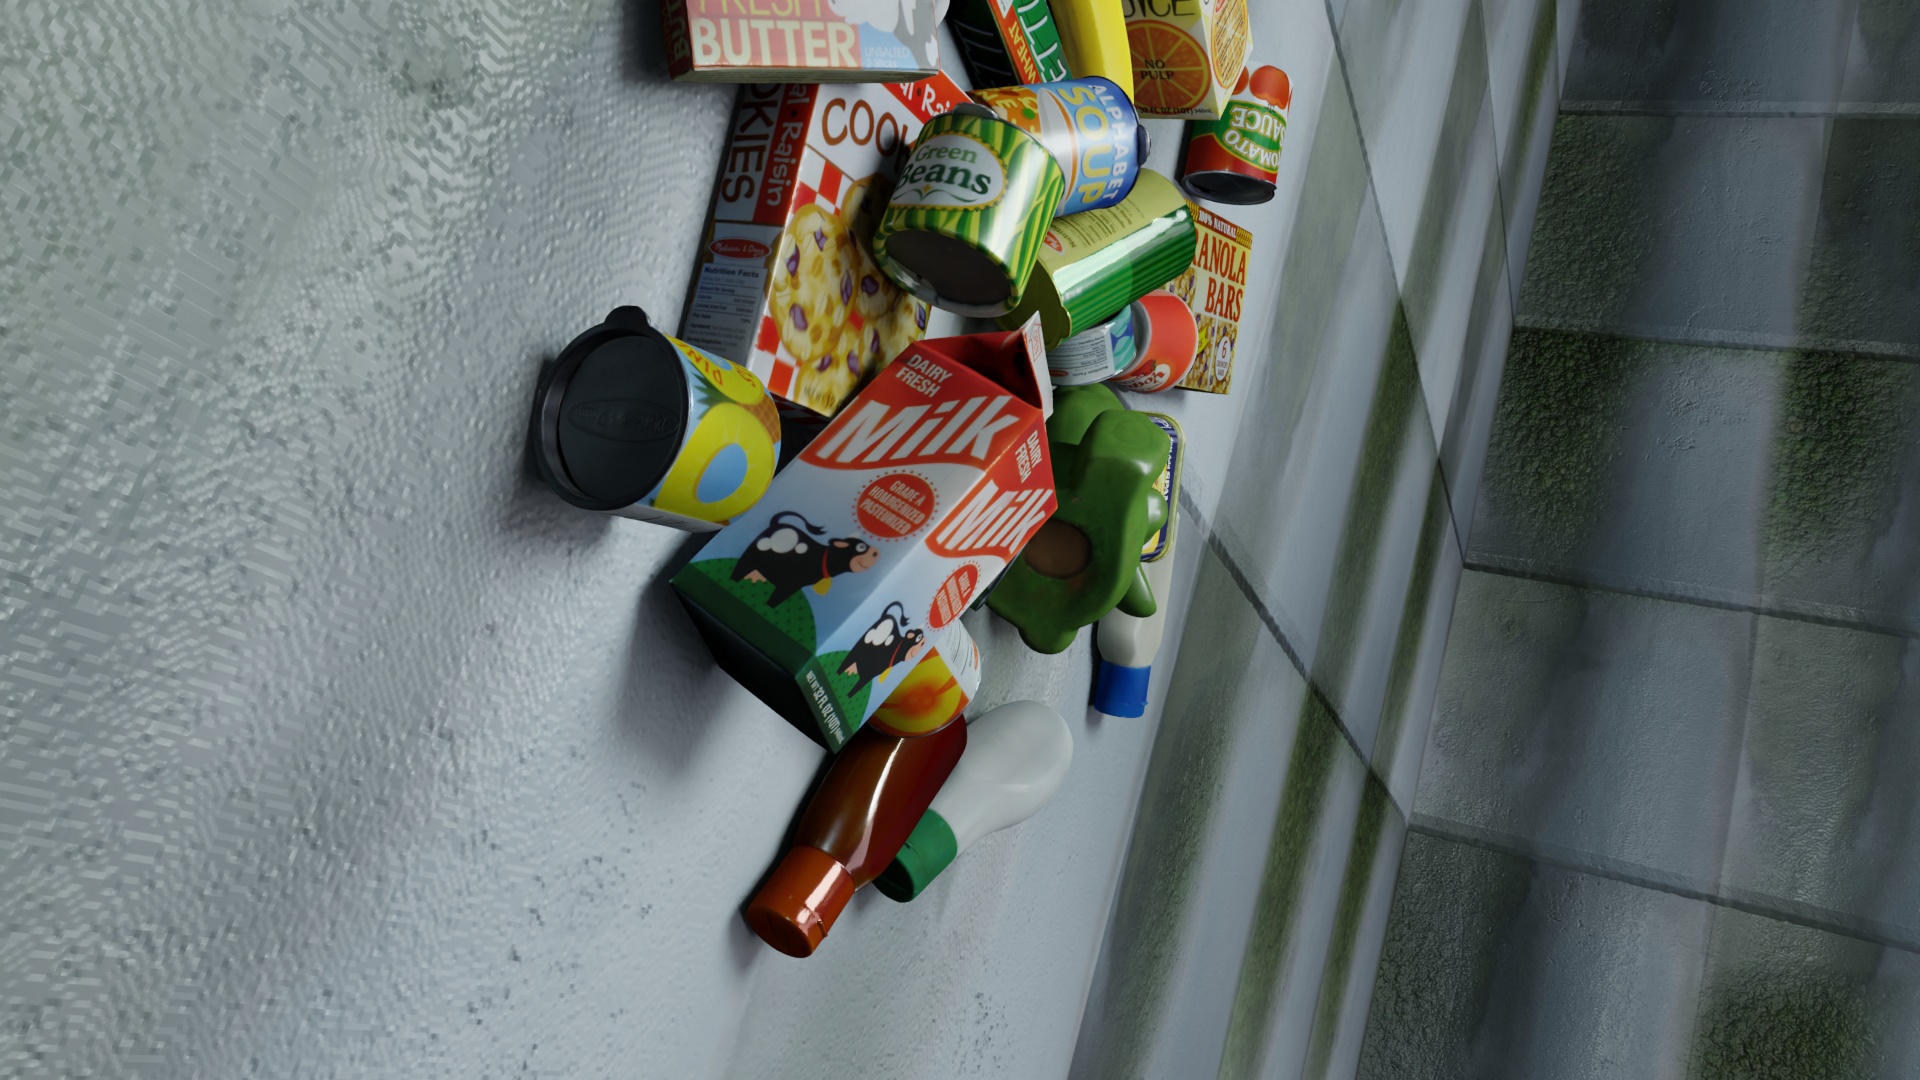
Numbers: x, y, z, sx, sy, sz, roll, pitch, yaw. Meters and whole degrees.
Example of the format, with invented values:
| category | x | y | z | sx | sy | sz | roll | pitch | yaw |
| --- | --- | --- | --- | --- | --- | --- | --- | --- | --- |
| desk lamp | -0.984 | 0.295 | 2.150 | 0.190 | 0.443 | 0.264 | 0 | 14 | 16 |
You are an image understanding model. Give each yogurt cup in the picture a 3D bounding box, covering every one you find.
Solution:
| category | x | y | z | sx | sy | sz | roll | pitch | yaw |
| --- | --- | --- | --- | --- | --- | --- | --- | --- | --- |
| yogurt cup | 0.109 | -0.127 | 0.877 | 0.054 | 0.072 | 0.072 | -2 | 100 | -54 |

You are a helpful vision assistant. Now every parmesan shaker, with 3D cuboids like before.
| category | x | y | z | sx | sy | sz | roll | pitch | yaw |
| --- | --- | --- | --- | --- | --- | --- | --- | --- | --- |
| parmesan shaker | 0.071 | -0.150 | 0.750 | 0.103 | 0.071 | 0.071 | -32 | 130 | -27 |

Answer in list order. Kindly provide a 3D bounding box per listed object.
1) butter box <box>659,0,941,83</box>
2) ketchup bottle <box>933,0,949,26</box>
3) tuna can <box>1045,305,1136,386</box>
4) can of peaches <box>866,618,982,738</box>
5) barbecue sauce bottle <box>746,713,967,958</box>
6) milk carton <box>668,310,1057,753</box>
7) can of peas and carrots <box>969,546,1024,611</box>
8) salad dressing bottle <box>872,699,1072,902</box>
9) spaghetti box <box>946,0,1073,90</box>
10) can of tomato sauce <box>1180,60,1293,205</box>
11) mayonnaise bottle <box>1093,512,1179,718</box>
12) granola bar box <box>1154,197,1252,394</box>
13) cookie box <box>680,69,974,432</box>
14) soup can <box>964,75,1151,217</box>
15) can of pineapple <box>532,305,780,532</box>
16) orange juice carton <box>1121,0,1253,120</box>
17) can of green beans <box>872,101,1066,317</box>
| category | x | y | z | sx | sy | sz | roll | pitch | yaw |
| --- | --- | --- | --- | --- | --- | --- | --- | --- | --- |
| butter box | -0.059 | -0.198 | 0.513 | 0.104 | 0.024 | 0.053 | -10 | 98 | -29 |
| ketchup bottle | -0.051 | -0.253 | 0.550 | 0.148 | 0.043 | 0.065 | 30 | 65 | -62 |
| tuna can | 0.066 | -0.120 | 0.795 | 0.071 | 0.071 | 0.032 | -52 | 141 | -42 |
| can of peaches | -0.032 | 0.054 | 0.665 | 0.071 | 0.071 | 0.058 | -66 | 149 | -26 |
| barbecue sauce bottle | -0.048 | 0.134 | 0.680 | 0.149 | 0.044 | 0.064 | -53 | 143 | -41 |
| milk carton | -0.022 | -0.013 | 0.584 | 0.191 | 0.073 | 0.072 | -47 | 152 | -21 |
| can of peas and carrots | 0.002 | -0.008 | 0.674 | 0.071 | 0.059 | 0.071 | -55 | 180 | 0 |
| salad dressing bottle | 0.006 | 0.143 | 0.773 | 0.148 | 0.064 | 0.043 | -34 | 145 | -44 |
| spaghetti box | 0.025 | -0.257 | 0.710 | 0.050 | 0.029 | 0.249 | -68 | 150 | -23 |
| can of tomato sauce | 0.199 | -0.290 | 0.988 | 0.071 | 0.071 | 0.083 | 18 | 82 | -63 |
| mayonnaise bottle | 0.122 | 0.050 | 0.984 | 0.065 | 0.041 | 0.148 | -3 | 102 | -61 |
| granola bar box | 0.156 | -0.169 | 0.979 | 0.166 | 0.039 | 0.124 | -4 | 103 | -62 |
| cookie box | -0.052 | -0.134 | 0.592 | 0.123 | 0.040 | 0.167 | 22 | 80 | -62 |
| soup can | 0.039 | -0.191 | 0.683 | 0.084 | 0.071 | 0.071 | -19 | 118 | -33 |
| can of pineapple | -0.105 | -0.040 | 0.490 | 0.058 | 0.071 | 0.071 | 17 | 83 | -64 |
| orange juice carton | 0.114 | -0.345 | 0.807 | 0.073 | 0.072 | 0.191 | -64 | 149 | -29 |
| can of green beans | 0.003 | -0.134 | 0.578 | 0.071 | 0.071 | 0.058 | 51 | 55 | -55 |
